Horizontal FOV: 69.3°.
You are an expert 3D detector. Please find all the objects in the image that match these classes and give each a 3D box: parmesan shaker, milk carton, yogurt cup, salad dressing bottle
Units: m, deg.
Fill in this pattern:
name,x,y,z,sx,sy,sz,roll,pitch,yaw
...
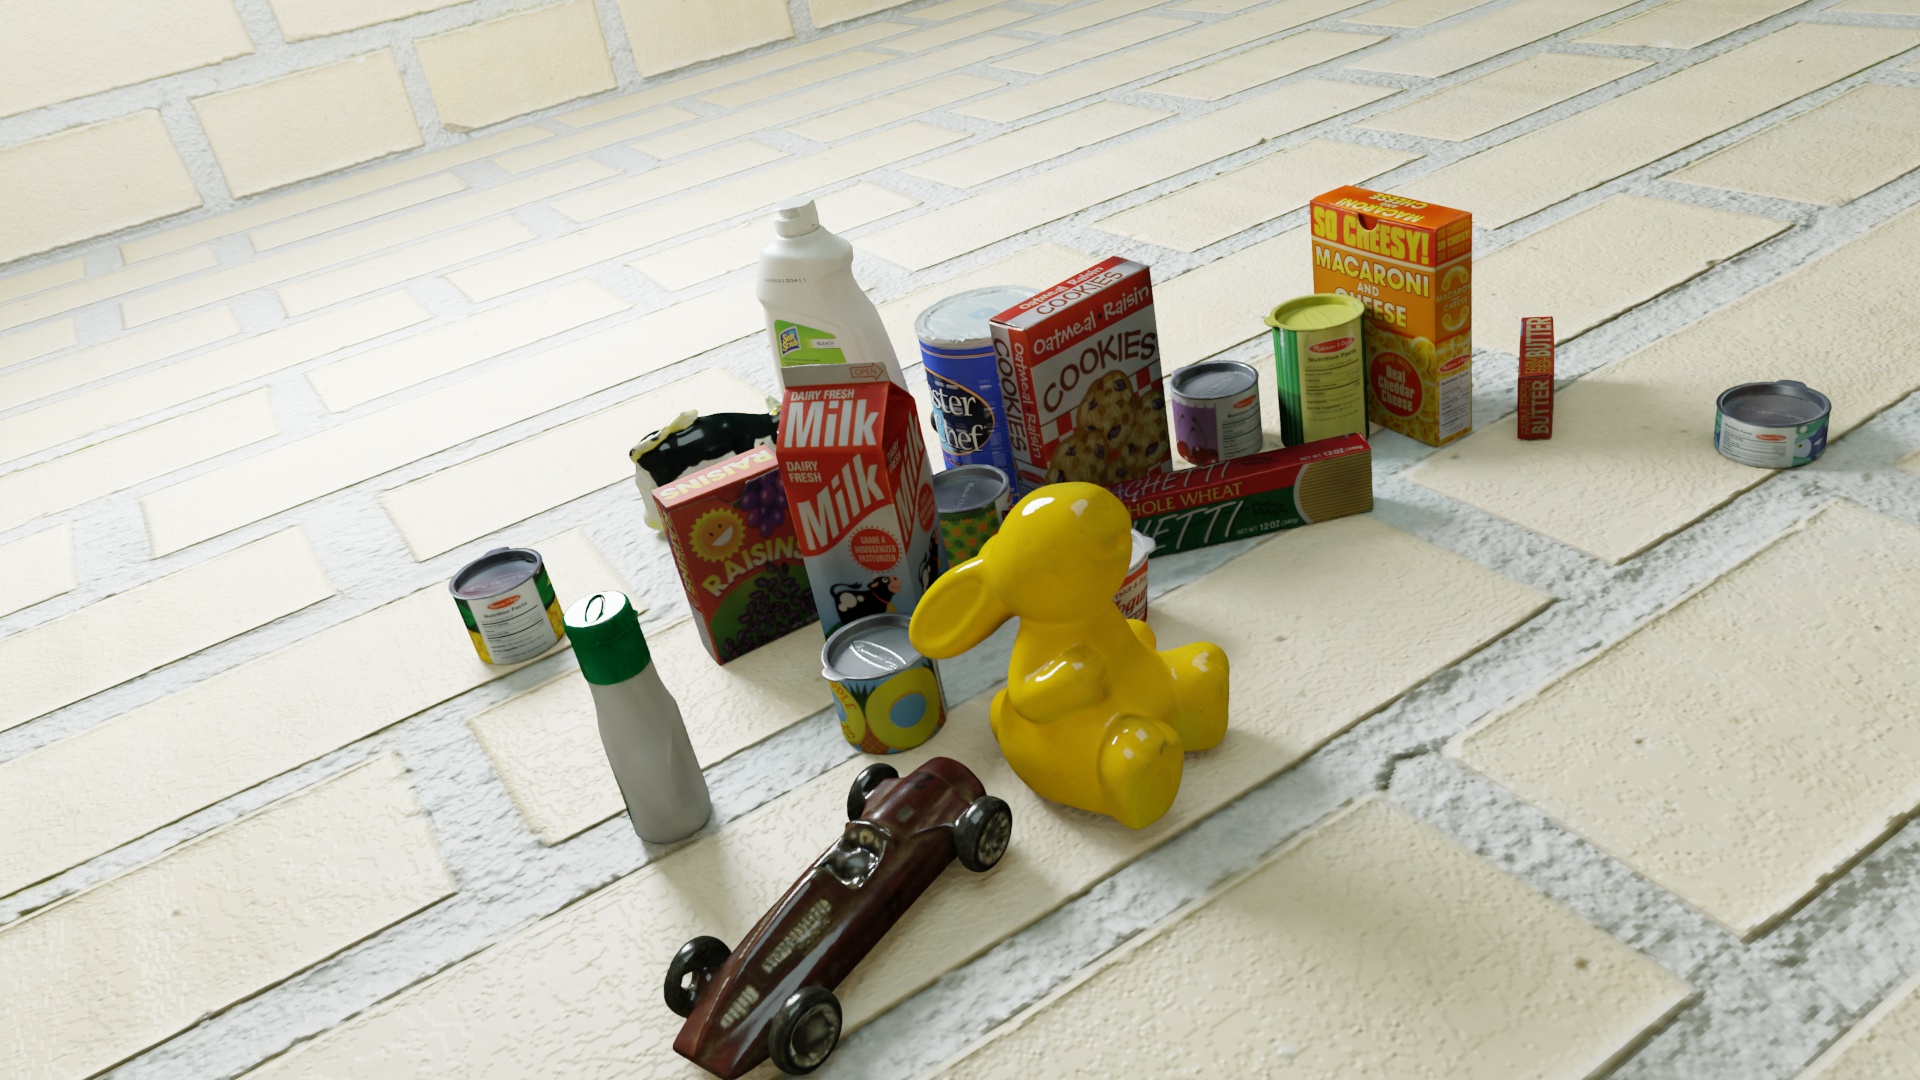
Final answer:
name,x,y,z,sx,sy,sz,roll,pitch,yaw
parmesan shaker,0.262,-0.121,1.022,0.071,0.102,0.071,-9,30,5
milk carton,-0.062,-0.026,0.887,0.072,0.189,0.074,-1,31,18
yogurt cup,0.088,0.029,0.876,0.072,0.053,0.073,-9,30,5
salad dressing bottle,-0.177,0.097,0.759,0.044,0.147,0.064,-12,29,0

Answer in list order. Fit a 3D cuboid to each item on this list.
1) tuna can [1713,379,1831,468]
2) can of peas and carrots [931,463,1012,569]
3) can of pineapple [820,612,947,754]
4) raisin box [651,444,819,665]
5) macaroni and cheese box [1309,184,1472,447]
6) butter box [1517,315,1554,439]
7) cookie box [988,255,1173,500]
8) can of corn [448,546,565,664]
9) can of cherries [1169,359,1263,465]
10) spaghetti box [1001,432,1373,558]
name,x,y,z,sx,sy,sz,roll,pitch,yaw
tuna can,0.538,-0.078,0.920,0.071,0.032,0.071,-9,30,5
can of peas and carrots,0.003,-0.012,0.972,0.071,0.058,0.071,-9,30,5
can of pineapple,-0.046,0.085,0.823,0.071,0.057,0.071,-9,30,5
raisin box,-0.145,0.010,0.922,0.086,0.122,0.040,-24,32,-21
macaroni and cheese box,0.314,-0.165,1.016,0.040,0.165,0.124,-25,32,-21
butter box,0.420,-0.120,1.014,0.024,0.053,0.104,1,32,22
cookie box,0.088,-0.100,0.983,0.123,0.166,0.040,-31,35,-30
can of corn,-0.321,0.045,0.989,0.071,0.058,0.071,-9,30,5
can of cherries,0.192,-0.097,1.051,0.071,0.058,0.072,-9,30,5
spaghetti box,0.155,-0.021,0.942,0.250,0.050,0.029,-12,29,-1
